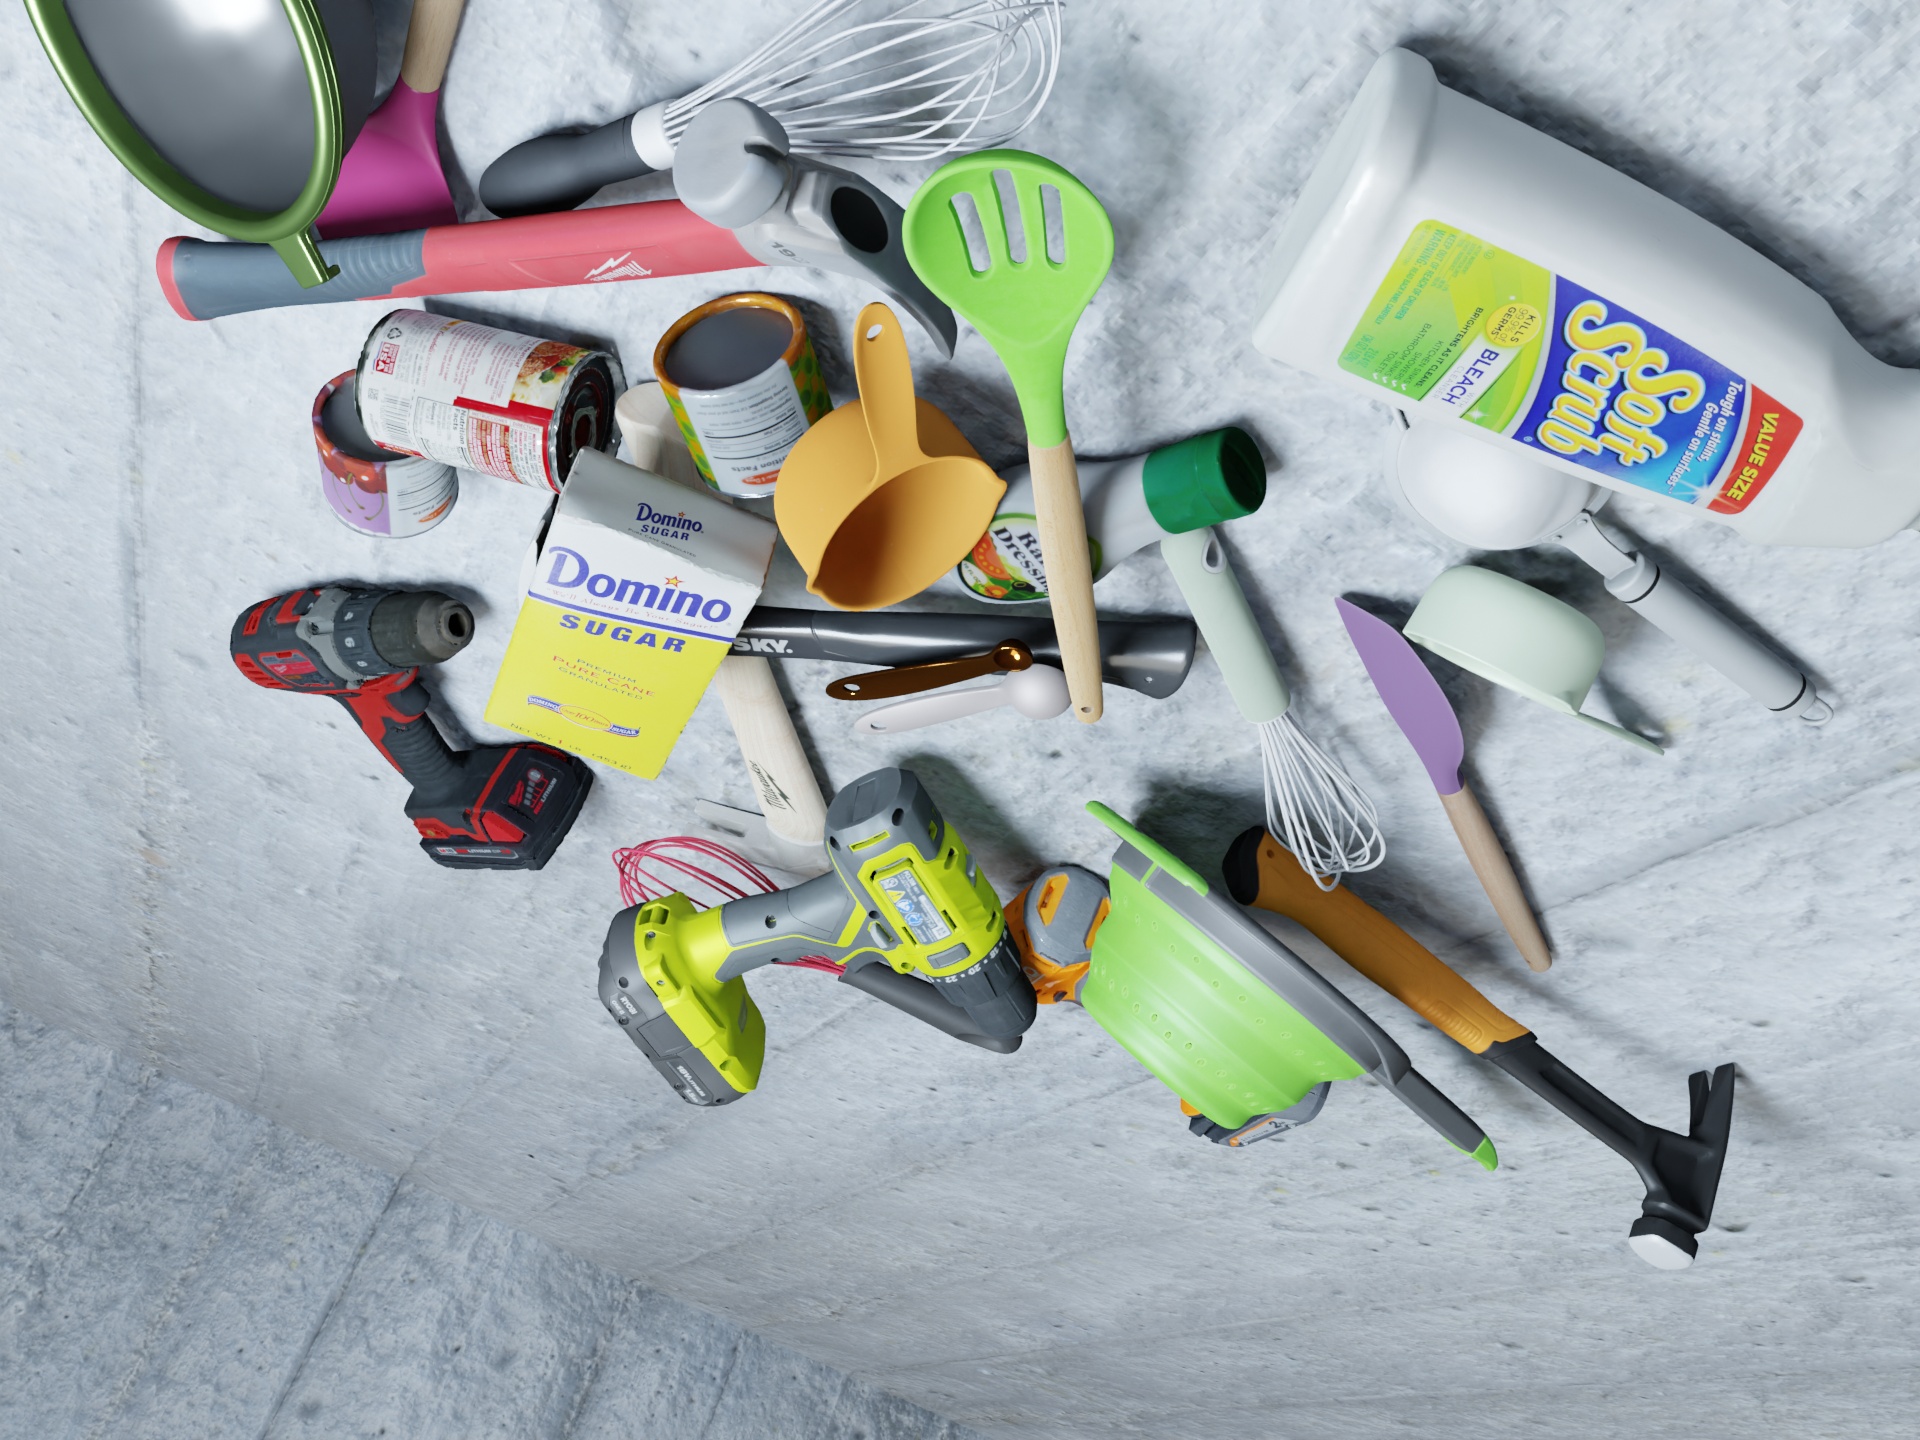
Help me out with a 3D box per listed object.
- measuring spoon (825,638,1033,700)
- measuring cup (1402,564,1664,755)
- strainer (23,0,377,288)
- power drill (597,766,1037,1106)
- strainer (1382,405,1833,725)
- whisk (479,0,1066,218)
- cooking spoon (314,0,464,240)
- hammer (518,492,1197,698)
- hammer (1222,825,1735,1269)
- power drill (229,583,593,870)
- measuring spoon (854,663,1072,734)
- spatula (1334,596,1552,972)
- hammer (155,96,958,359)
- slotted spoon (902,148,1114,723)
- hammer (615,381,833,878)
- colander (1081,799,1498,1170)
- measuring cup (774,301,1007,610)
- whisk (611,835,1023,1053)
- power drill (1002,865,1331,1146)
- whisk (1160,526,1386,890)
[{"bbox_3d":[-0.016,-0.024,0.757,0.117,0.011,0.021,-10,144,32],"label":"measuring spoon"},{"bbox_3d":[0.258,-0.022,0.672,0.167,0.038,0.083,20,-171,-35],"label":"measuring cup"},{"bbox_3d":[-0.308,-0.287,0.588,0.256,0.069,0.151,34,138,9],"label":"strainer"},{"bbox_3d":[-0.080,0.146,0.955,0.228,0.080,0.190,-24,118,15],"label":"power drill"},{"bbox_3d":[0.256,-0.059,0.617,0.258,0.050,0.087,30,139,-20],"label":"strainer"},{"bbox_3d":[-0.083,-0.217,0.565,0.285,0.070,0.070,0,143,38],"label":"whisk"},{"bbox_3d":[-0.198,-0.260,0.598,0.068,0.017,0.319,27,148,-16],"label":"cooking spoon"},{"bbox_3d":[-0.054,-0.044,0.775,0.335,0.035,0.146,4,144,10],"label":"hammer"},{"bbox_3d":[0.291,0.162,0.894,0.337,0.127,0.034,36,148,-5],"label":"hammer"},{"bbox_3d":[-0.334,0.000,1.018,0.188,0.080,0.226,-3,138,33],"label":"power drill"},{"bbox_3d":[-0.001,-0.002,0.774,0.124,0.018,0.034,-12,140,30],"label":"measuring spoon"},{"bbox_3d":[0.251,0.046,0.786,0.060,0.018,0.315,42,173,48],"label":"spatula"},{"bbox_3d":[-0.186,-0.181,0.646,0.386,0.038,0.143,6,174,33],"label":"hammer"},{"bbox_3d":[0.035,-0.094,0.622,0.070,0.031,0.313,-2,144,10],"label":"slotted spoon"},{"bbox_3d":[-0.131,-0.028,0.892,0.146,0.038,0.410,13,147,16],"label":"hammer"},{"bbox_3d":[0.185,0.196,0.904,0.396,0.094,0.205,41,178,-33],"label":"colander"},{"bbox_3d":[-0.036,-0.114,0.626,0.052,0.095,0.173,54,166,27],"label":"measuring cup"},{"bbox_3d":[-0.092,0.151,1.037,0.295,0.073,0.073,26,148,-7],"label":"whisk"},{"bbox_3d":[0.113,0.189,1.038,0.226,0.084,0.164,30,148,-6],"label":"power drill"},{"bbox_3d":[0.148,-0.002,0.759,0.059,0.058,0.246,3,140,39],"label":"whisk"}]
